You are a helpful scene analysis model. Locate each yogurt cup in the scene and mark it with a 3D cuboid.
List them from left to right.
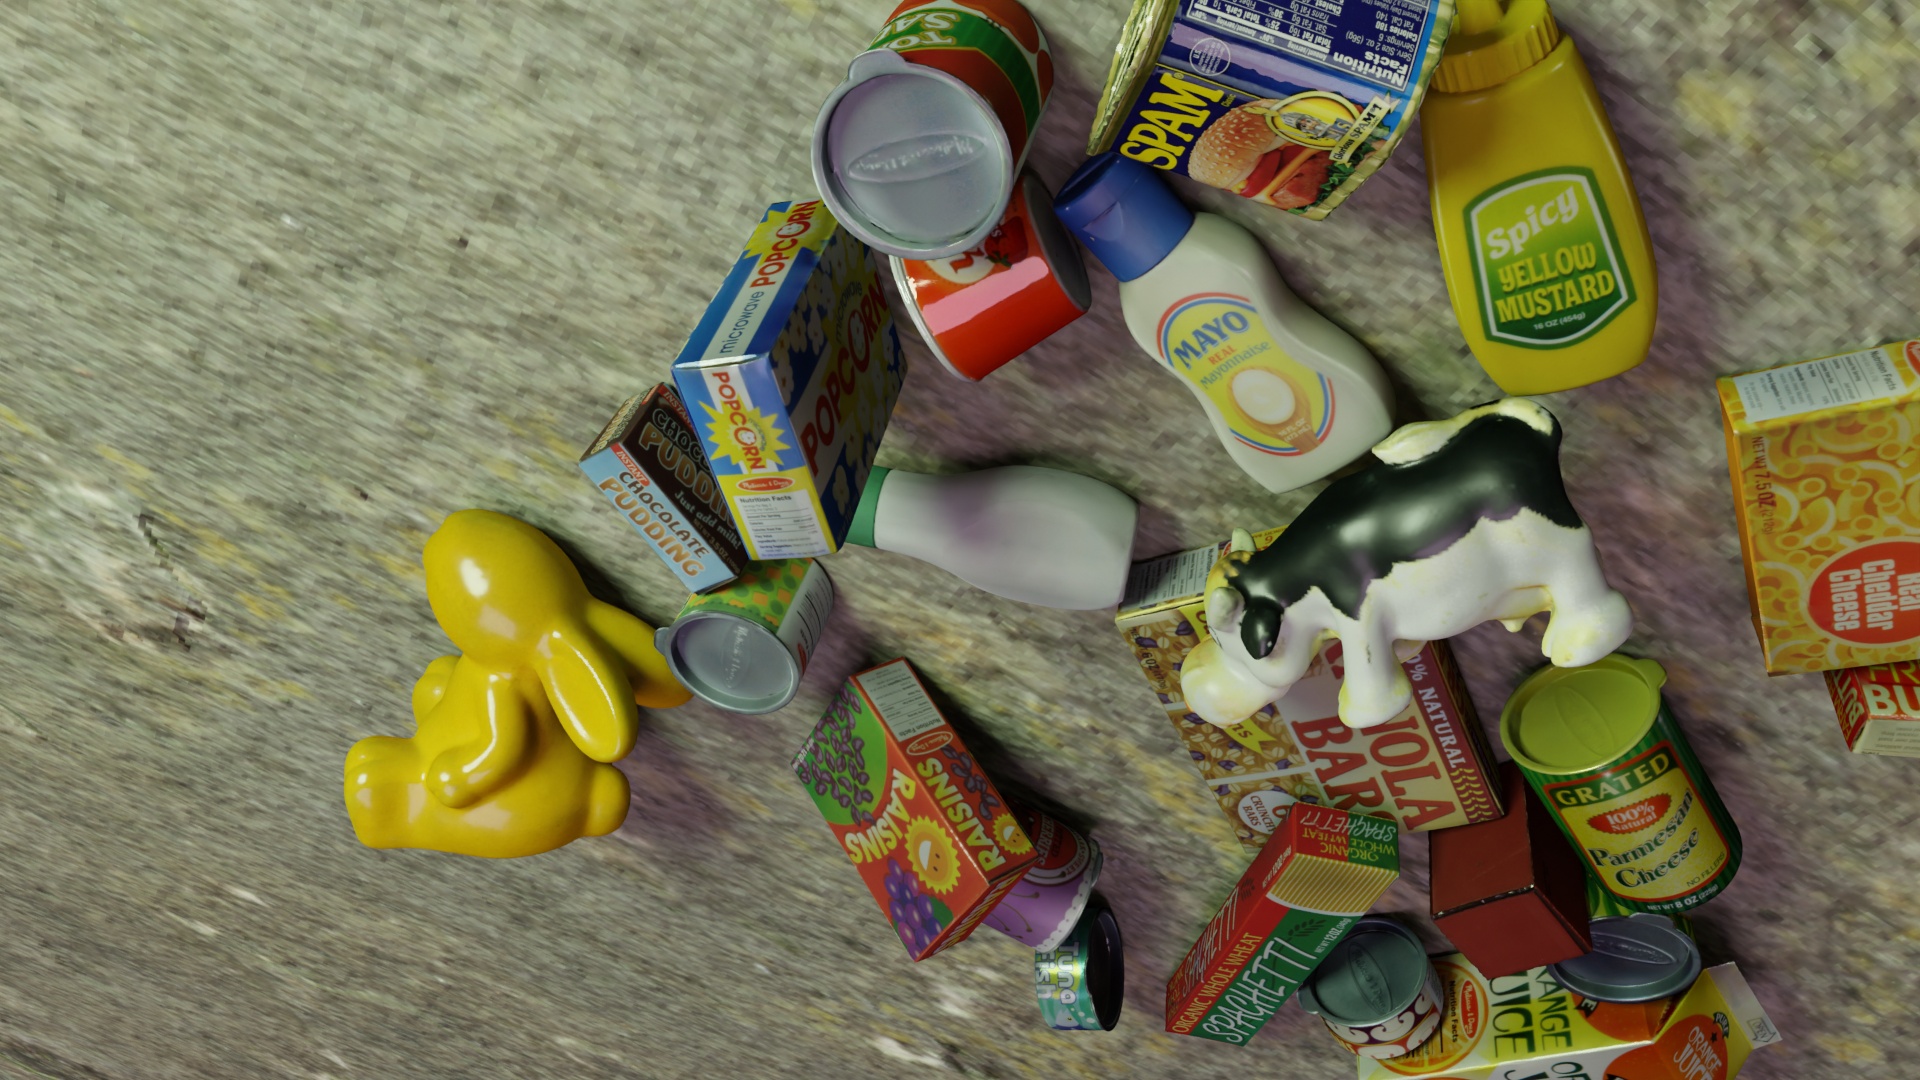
[{"bbox_3d":[0.013,-0.099,0.516,0.054,0.073,0.072,-23,120,21],"label":"yogurt cup"}]

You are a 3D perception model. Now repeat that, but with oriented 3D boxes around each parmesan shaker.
[{"bbox_3d":[0.291,0.106,0.604,0.071,0.072,0.103,-24,119,31],"label":"parmesan shaker"}]

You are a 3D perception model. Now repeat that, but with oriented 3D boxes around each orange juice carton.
[{"bbox_3d":[0.309,0.255,0.717,0.192,0.073,0.071,-23,119,30],"label":"orange juice carton"}]

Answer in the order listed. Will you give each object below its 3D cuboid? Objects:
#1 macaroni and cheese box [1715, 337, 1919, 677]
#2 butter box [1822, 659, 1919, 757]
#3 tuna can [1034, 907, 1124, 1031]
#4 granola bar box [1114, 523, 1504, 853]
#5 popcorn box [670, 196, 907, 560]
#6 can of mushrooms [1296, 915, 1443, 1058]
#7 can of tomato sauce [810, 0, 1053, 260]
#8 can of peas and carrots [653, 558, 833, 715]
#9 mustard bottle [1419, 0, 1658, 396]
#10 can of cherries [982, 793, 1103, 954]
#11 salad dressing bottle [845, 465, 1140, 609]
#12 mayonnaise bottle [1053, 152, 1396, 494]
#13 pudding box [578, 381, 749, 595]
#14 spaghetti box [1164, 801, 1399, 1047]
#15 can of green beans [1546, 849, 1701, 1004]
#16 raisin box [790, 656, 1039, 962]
[{"bbox_3d":[0.372,-0.019,0.496,0.166,0.040,0.123,-11,124,24],"label":"macaroni and cheese box"},{"bbox_3d":[0.402,0.061,0.544,0.103,0.053,0.024,2,132,15],"label":"butter box"},{"bbox_3d":[0.066,0.239,0.775,0.033,0.071,0.070,-8,126,22],"label":"tuna can"},{"bbox_3d":[0.160,0.069,0.629,0.124,0.039,0.165,-16,123,26],"label":"granola bar box"},{"bbox_3d":[-0.059,-0.064,0.522,0.038,0.127,0.084,-6,127,16],"label":"popcorn box"},{"bbox_3d":[0.215,0.236,0.731,0.071,0.071,0.033,-17,124,27],"label":"can of mushrooms"},{"bbox_3d":[-0.008,-0.145,0.469,0.071,0.083,0.070,8,130,9],"label":"can of tomato sauce"},{"bbox_3d":[-0.102,0.039,0.665,0.071,0.059,0.070,8,130,10],"label":"can of peas and carrots"},{"bbox_3d":[0.183,-0.123,0.456,0.065,0.049,0.159,-16,123,25],"label":"mustard bottle"},{"bbox_3d":[0.034,0.173,0.733,0.058,0.072,0.071,29,130,-7],"label":"can of cherries"},{"bbox_3d":[0.002,-0.008,0.607,0.148,0.044,0.064,11,133,8],"label":"salad dressing bottle"},{"bbox_3d":[0.096,-0.083,0.519,0.148,0.041,0.064,42,129,-20],"label":"mayonnaise bottle"},{"bbox_3d":[-0.126,-0.023,0.626,0.030,0.050,0.083,-20,120,31],"label":"pudding box"},{"bbox_3d":[0.158,0.206,0.718,0.050,0.029,0.248,11,142,0],"label":"spaghetti box"},{"bbox_3d":[0.311,0.177,0.662,0.071,0.058,0.071,8,130,10],"label":"can of green beans"},{"bbox_3d":[-0.025,0.133,0.690,0.123,0.040,0.085,54,133,22],"label":"raisin box"}]
